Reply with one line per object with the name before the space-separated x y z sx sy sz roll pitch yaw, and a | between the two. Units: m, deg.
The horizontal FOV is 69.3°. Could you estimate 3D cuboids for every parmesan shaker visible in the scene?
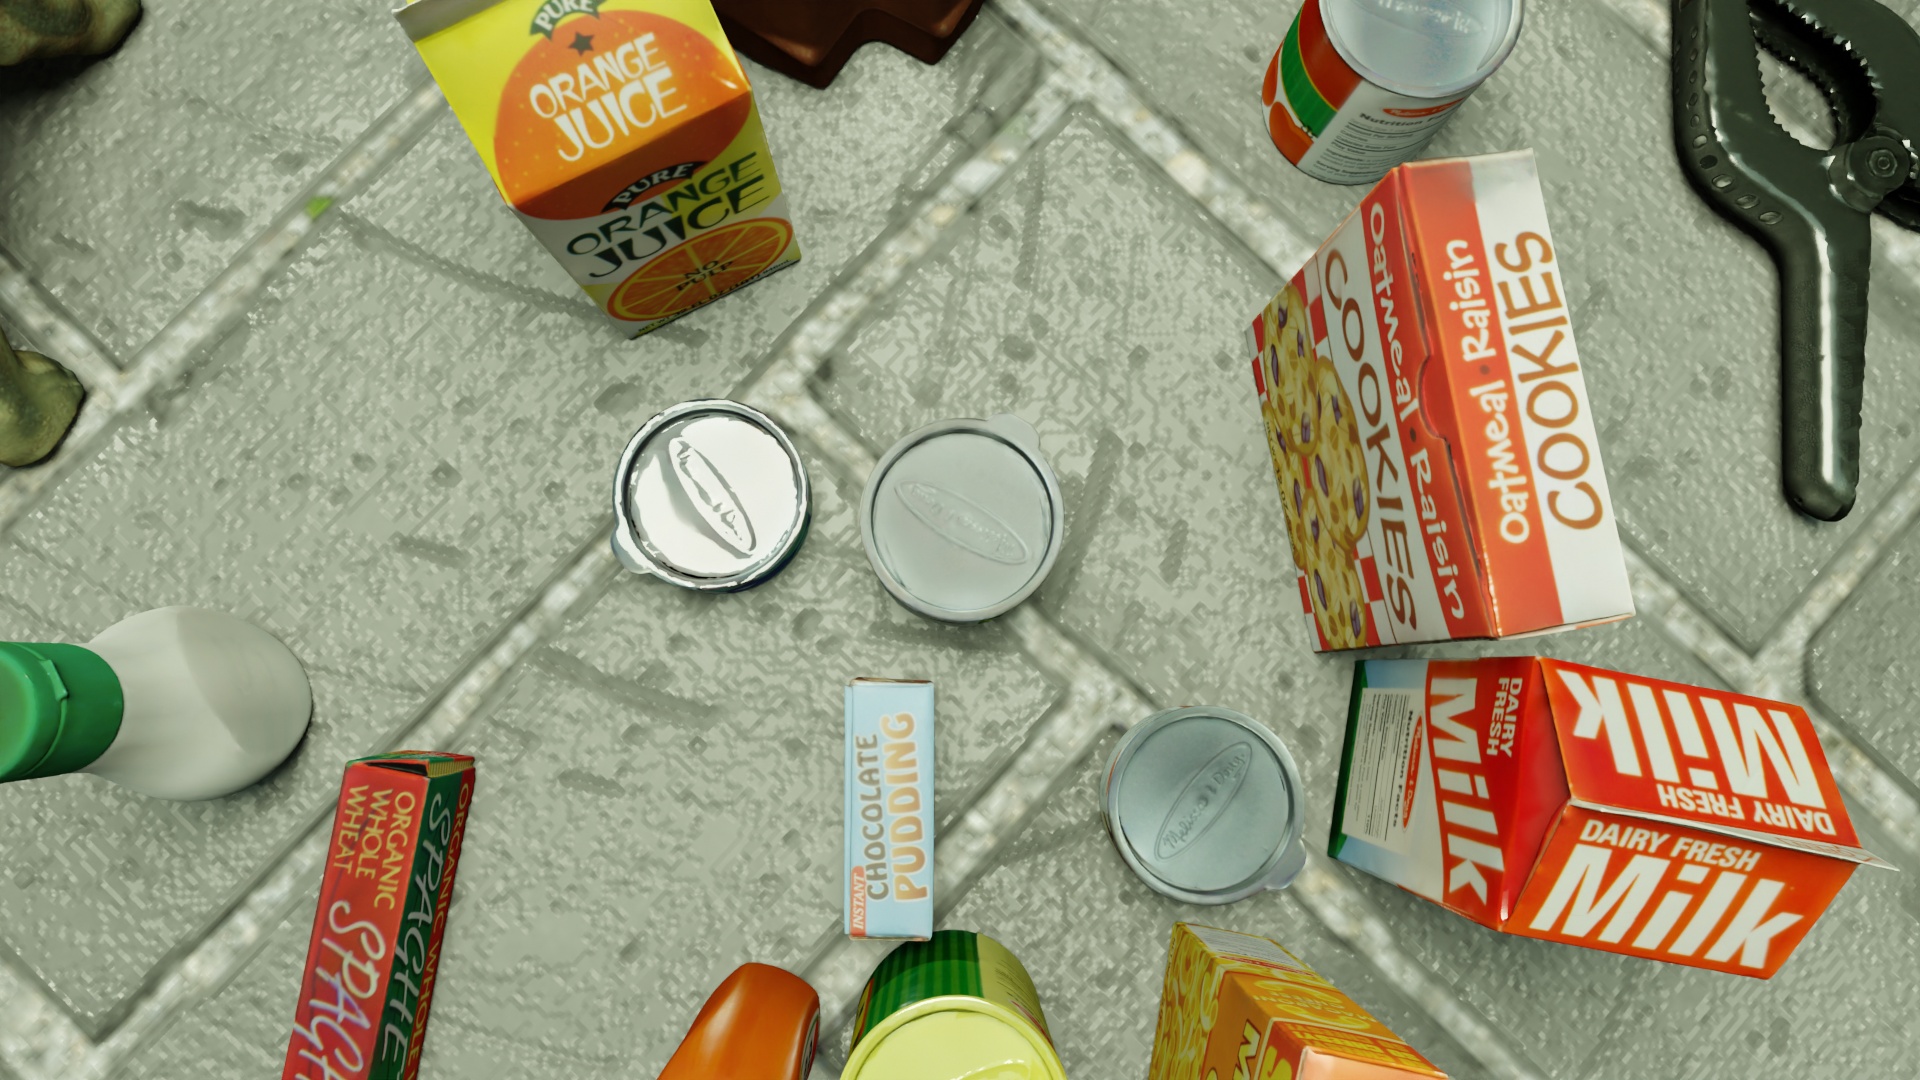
parmesan shaker | -0.002 0.166 0.432 0.071 0.103 0.071 0 84 -1

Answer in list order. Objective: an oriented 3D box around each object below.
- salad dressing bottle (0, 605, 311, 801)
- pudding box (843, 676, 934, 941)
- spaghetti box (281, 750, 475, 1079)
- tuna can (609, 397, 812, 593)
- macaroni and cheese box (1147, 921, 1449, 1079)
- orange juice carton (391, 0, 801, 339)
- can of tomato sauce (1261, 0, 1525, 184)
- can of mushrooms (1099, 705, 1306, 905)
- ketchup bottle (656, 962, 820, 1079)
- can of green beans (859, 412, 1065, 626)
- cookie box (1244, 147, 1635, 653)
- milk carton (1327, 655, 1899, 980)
salad dressing bottle | -0.248 0.049 0.416 0.044 0.147 0.064 -28 86 -4
pudding box | -0.024 0.088 0.467 0.030 0.049 0.084 0 84 -1
spaghetti box | -0.201 0.192 0.450 0.029 0.050 0.250 9 84 0
tuna can | -0.087 -0.013 0.485 0.071 0.033 0.071 0 84 -1
macaroni and cheese box | 0.083 0.189 0.400 0.040 0.166 0.124 11 84 0
orange juice carton | -0.103 -0.128 0.417 0.072 0.192 0.073 -26 86 -4
can of tomato sauce | 0.146 -0.171 0.483 0.071 0.083 0.071 0 84 -1
can of mushrooms | 0.083 0.091 0.477 0.071 0.033 0.071 0 84 -1
ketchup bottle | -0.071 0.170 0.407 0.043 0.148 0.065 22 84 1
can of green beans | 0.000 -0.004 0.474 0.071 0.058 0.071 0 84 -1
cookie box | 0.134 -0.030 0.425 0.040 0.167 0.123 -10 85 -2
milk carton | 0.173 0.075 0.403 0.072 0.190 0.073 10 84 0
